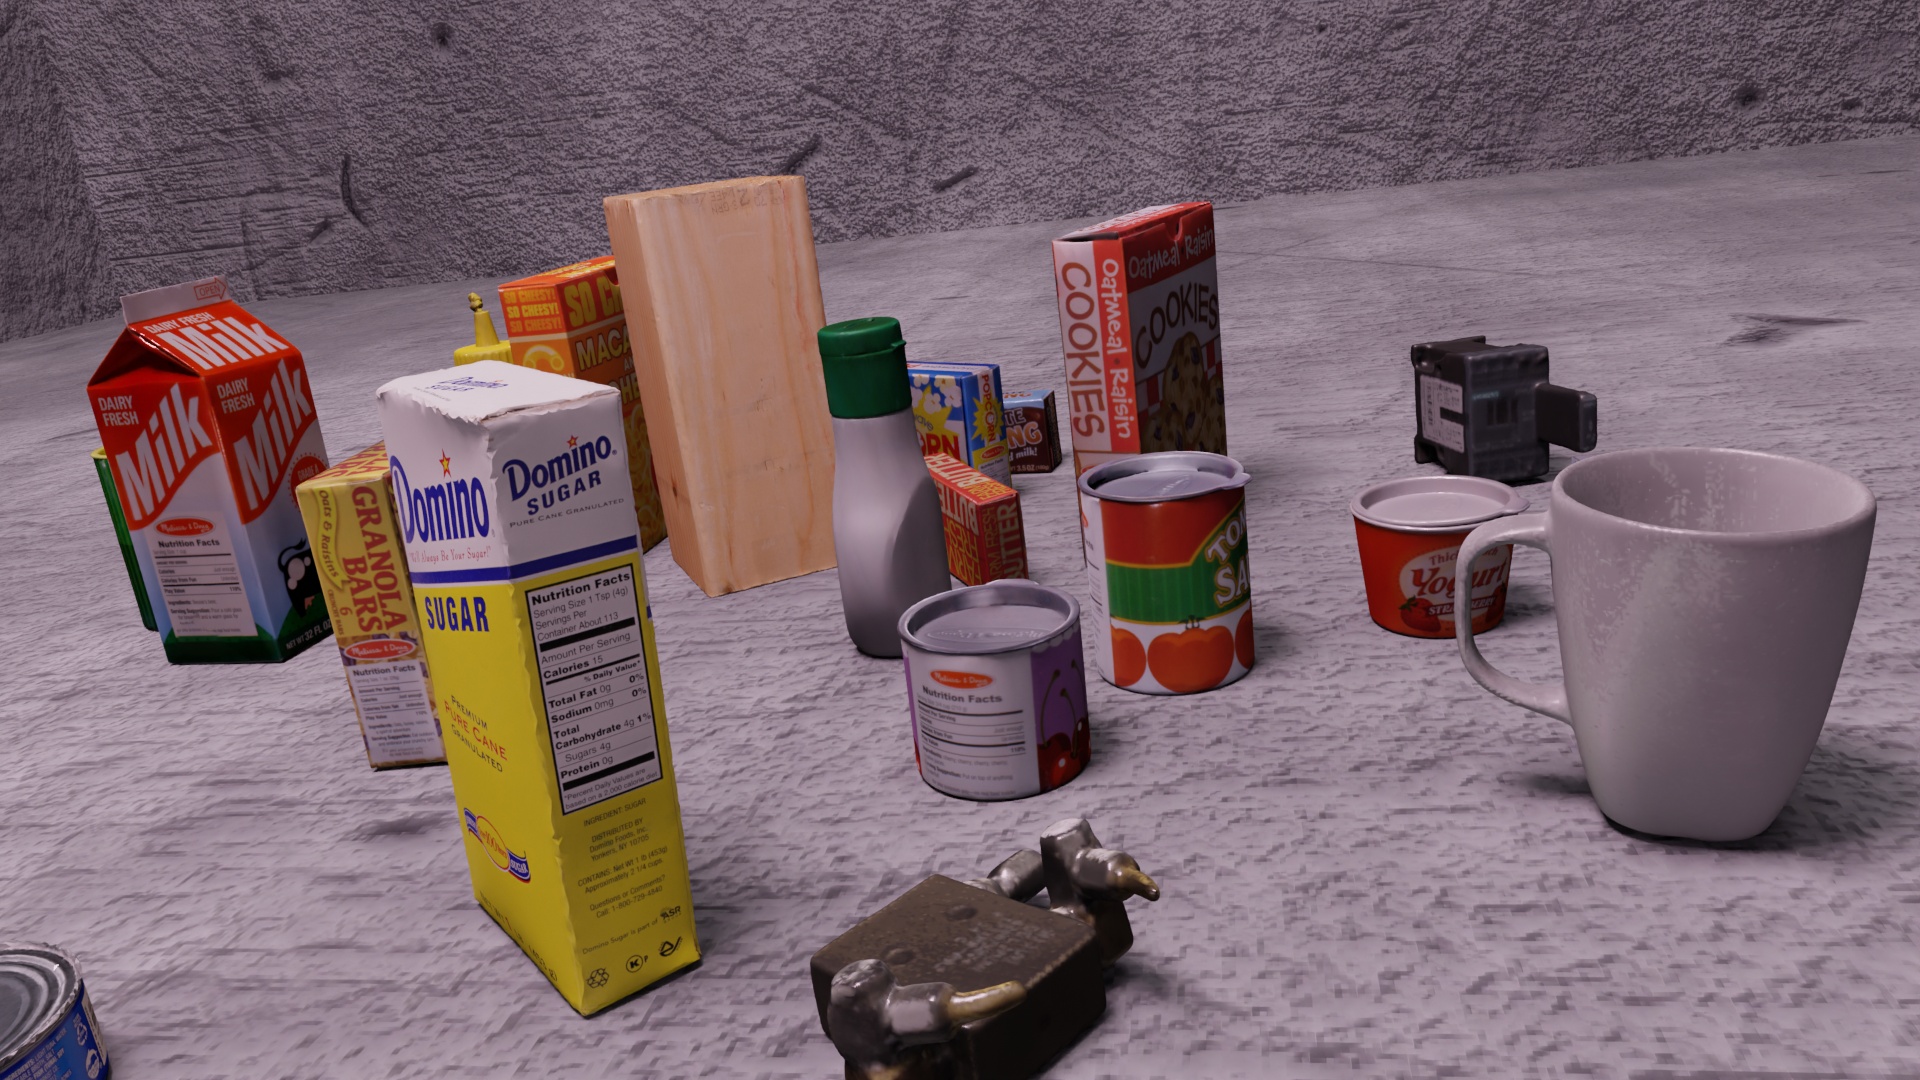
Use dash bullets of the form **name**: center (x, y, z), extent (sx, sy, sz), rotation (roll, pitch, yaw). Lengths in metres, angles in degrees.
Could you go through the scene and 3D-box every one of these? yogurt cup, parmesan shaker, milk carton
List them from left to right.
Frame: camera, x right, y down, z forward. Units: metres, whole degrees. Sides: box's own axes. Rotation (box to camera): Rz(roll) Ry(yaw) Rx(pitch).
- **parmesan shaker**: center (-0.442, -0.008, 0.795), extent (0.071, 0.102, 0.071), rotation (-6, 18, 2)
- **milk carton**: center (-0.381, -0.037, 0.719), extent (0.073, 0.189, 0.072), rotation (-2, 18, 15)
- **yogurt cup**: center (0.201, 0.007, 0.588), extent (0.072, 0.053, 0.072), rotation (-6, 18, 2)

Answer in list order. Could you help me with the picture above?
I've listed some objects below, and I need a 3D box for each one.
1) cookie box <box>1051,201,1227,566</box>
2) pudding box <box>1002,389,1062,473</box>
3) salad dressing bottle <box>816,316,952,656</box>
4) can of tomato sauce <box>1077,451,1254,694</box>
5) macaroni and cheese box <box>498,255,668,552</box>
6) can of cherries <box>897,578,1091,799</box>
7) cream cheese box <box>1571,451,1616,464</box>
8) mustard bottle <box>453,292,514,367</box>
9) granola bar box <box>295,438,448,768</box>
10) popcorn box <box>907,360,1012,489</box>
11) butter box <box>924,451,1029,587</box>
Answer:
- **cookie box**: center (0.099, -0.084, 0.720), extent (0.040, 0.166, 0.123), rotation (3, 20, 30)
- **pudding box**: center (0.020, -0.070, 0.897), extent (0.084, 0.049, 0.030), rotation (-1, 18, 18)
- **salad dressing bottle**: center (-0.035, -0.024, 0.617), extent (0.044, 0.147, 0.064), rotation (1, 19, 24)
- **can of tomato sauce**: center (0.087, 0.012, 0.566), extent (0.071, 0.082, 0.071), rotation (-6, 18, 2)
- **macaroni and cheese box**: center (-0.206, -0.078, 0.818), extent (0.040, 0.166, 0.124), rotation (-2, 18, 15)
- **can of cherries**: center (0.015, 0.053, 0.508), extent (0.071, 0.058, 0.072), rotation (-6, 18, 2)
- **cream cheese box**: center (0.280, 0.002, 0.572), extent (0.024, 0.053, 0.104), rotation (-5, 18, 7)
- **mustard bottle**: center (-0.264, -0.064, 0.806), extent (0.049, 0.159, 0.065), rotation (-3, 18, 13)
- **granola bar box**: center (-0.225, 0.009, 0.626), extent (0.039, 0.123, 0.166), rotation (-5, 18, 5)
- **popcorn box**: center (-0.031, -0.065, 0.843), extent (0.126, 0.085, 0.038), rotation (8, 23, 39)
- **butter box**: center (0.003, -0.009, 0.711), extent (0.024, 0.053, 0.103), rotation (-13, 19, -19)
